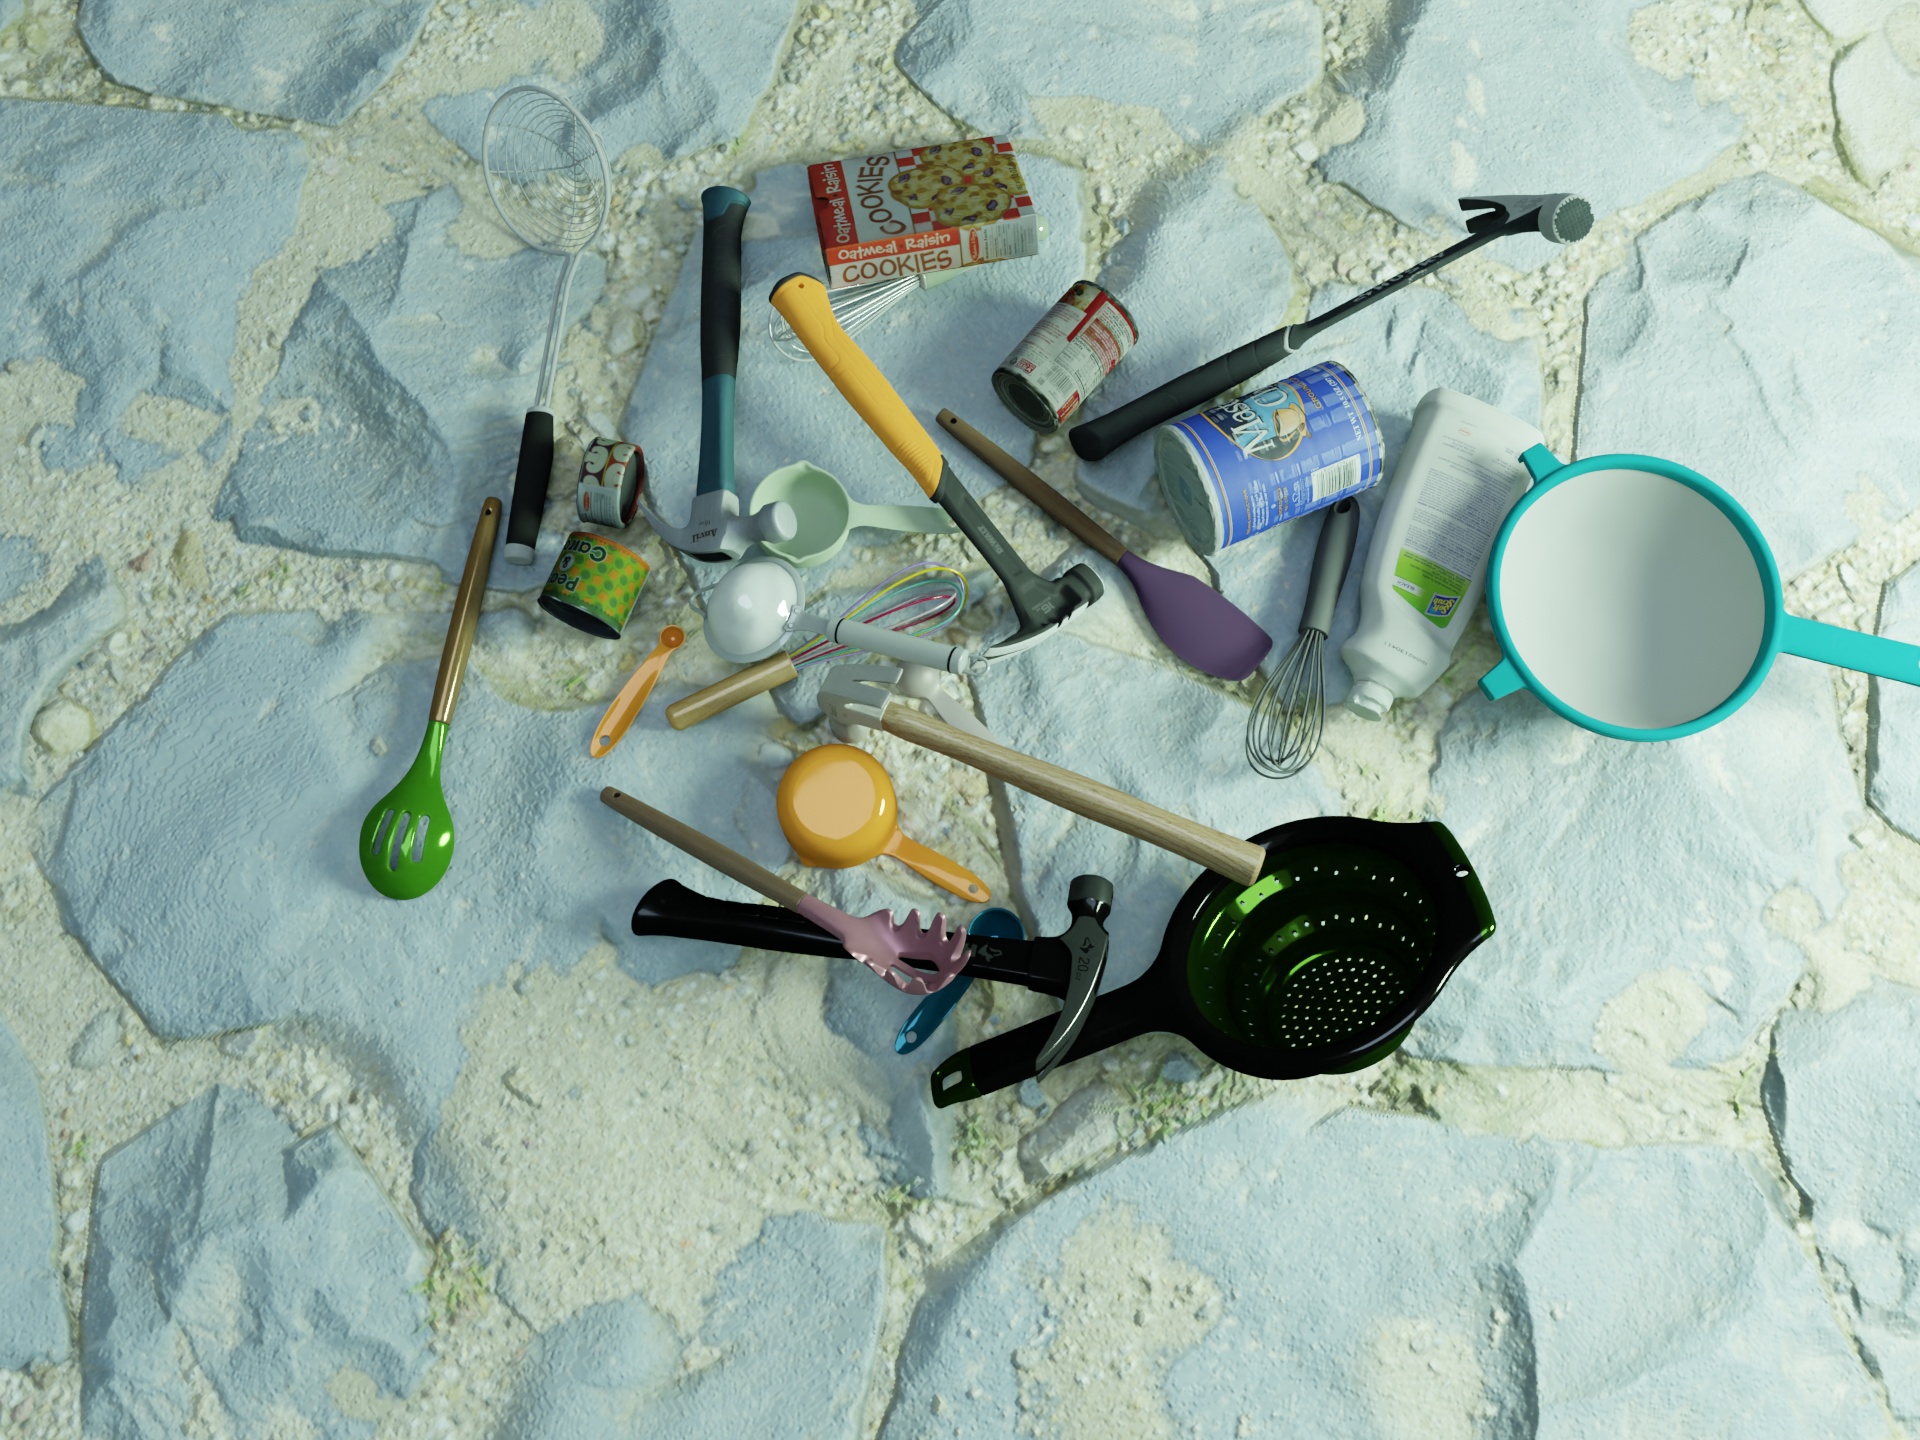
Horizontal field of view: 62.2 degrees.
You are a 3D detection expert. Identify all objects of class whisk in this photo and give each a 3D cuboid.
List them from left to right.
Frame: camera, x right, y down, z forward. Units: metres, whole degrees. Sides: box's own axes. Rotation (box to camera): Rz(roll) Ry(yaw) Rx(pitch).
[{"bbox_3d":[-0.104,-0.049,1.186,0.245,0.047,0.051,-25,65,-2],"label":"whisk"},{"bbox_3d":[-0.039,-0.351,1.267,0.246,0.058,0.059,-25,111,-10],"label":"whisk"},{"bbox_3d":[0.261,-0.066,1.190,0.055,0.055,0.239,18,71,5],"label":"whisk"}]

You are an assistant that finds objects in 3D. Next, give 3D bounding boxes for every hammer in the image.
[{"bbox_3d":[-0.185,-0.274,1.230,0.128,0.033,0.331,-12,67,26],"label":"hammer"},{"bbox_3d":[-0.067,0.158,1.105,0.335,0.035,0.146,6,55,10],"label":"hammer"},{"bbox_3d":[-0.037,-0.195,1.185,0.127,0.034,0.337,-34,84,-34],"label":"hammer"},{"bbox_3d":[0.052,0.038,1.105,0.331,0.130,0.031,22,73,9],"label":"hammer"},{"bbox_3d":[0.270,-0.306,1.229,0.409,0.149,0.036,-27,113,1],"label":"hammer"}]

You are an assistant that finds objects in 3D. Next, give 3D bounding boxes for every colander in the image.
[{"bbox_3d":[0.173,0.203,1.093,0.397,0.094,0.205,-24,38,11],"label":"colander"}]

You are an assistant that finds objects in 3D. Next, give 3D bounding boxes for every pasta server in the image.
[{"bbox_3d":[-0.130,0.110,1.102,0.316,0.040,0.060,25,48,24],"label":"pasta server"}]

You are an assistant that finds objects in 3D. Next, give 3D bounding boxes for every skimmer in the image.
[{"bbox_3d":[-0.338,-0.305,1.228,0.127,0.090,0.363,-3,75,33],"label":"skimmer"}]

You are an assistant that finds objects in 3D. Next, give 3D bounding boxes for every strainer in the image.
[{"bbox_3d":[-0.096,-0.069,1.148,0.258,0.050,0.087,15,76,21],"label":"strainer"},{"bbox_3d":[0.539,-0.066,1.165,0.340,0.095,0.211,14,79,0],"label":"strainer"}]

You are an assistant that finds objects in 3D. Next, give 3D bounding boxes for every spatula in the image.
[{"bbox_3d":[0.103,-0.139,1.221,0.316,0.018,0.060,40,79,9],"label":"spatula"}]

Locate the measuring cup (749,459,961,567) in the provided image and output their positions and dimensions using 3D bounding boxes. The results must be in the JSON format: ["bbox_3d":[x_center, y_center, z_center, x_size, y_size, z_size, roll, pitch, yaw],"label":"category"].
[{"bbox_3d":[-0.077,-0.150,1.216,0.167,0.038,0.083,3,75,-4],"label":"measuring cup"}]

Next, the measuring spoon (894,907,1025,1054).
[{"bbox_3d":[-0.001,0.189,1.137,0.042,0.021,0.128,40,88,19],"label":"measuring spoon"}]

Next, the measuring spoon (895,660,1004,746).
[{"bbox_3d":[-0.002,-0.004,1.184,0.034,0.018,0.124,-43,80,-11],"label":"measuring spoon"}]

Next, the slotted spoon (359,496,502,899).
[{"bbox_3d":[-0.385,-0.023,1.185,0.070,0.031,0.314,8,74,2],"label":"slotted spoon"}]

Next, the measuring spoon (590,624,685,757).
[{"bbox_3d":[-0.242,-0.021,1.194,0.021,0.011,0.117,31,81,7],"label":"measuring spoon"}]

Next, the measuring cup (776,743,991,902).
[{"bbox_3d":[-0.054,0.081,1.142,0.173,0.052,0.095,30,77,9],"label":"measuring cup"}]
